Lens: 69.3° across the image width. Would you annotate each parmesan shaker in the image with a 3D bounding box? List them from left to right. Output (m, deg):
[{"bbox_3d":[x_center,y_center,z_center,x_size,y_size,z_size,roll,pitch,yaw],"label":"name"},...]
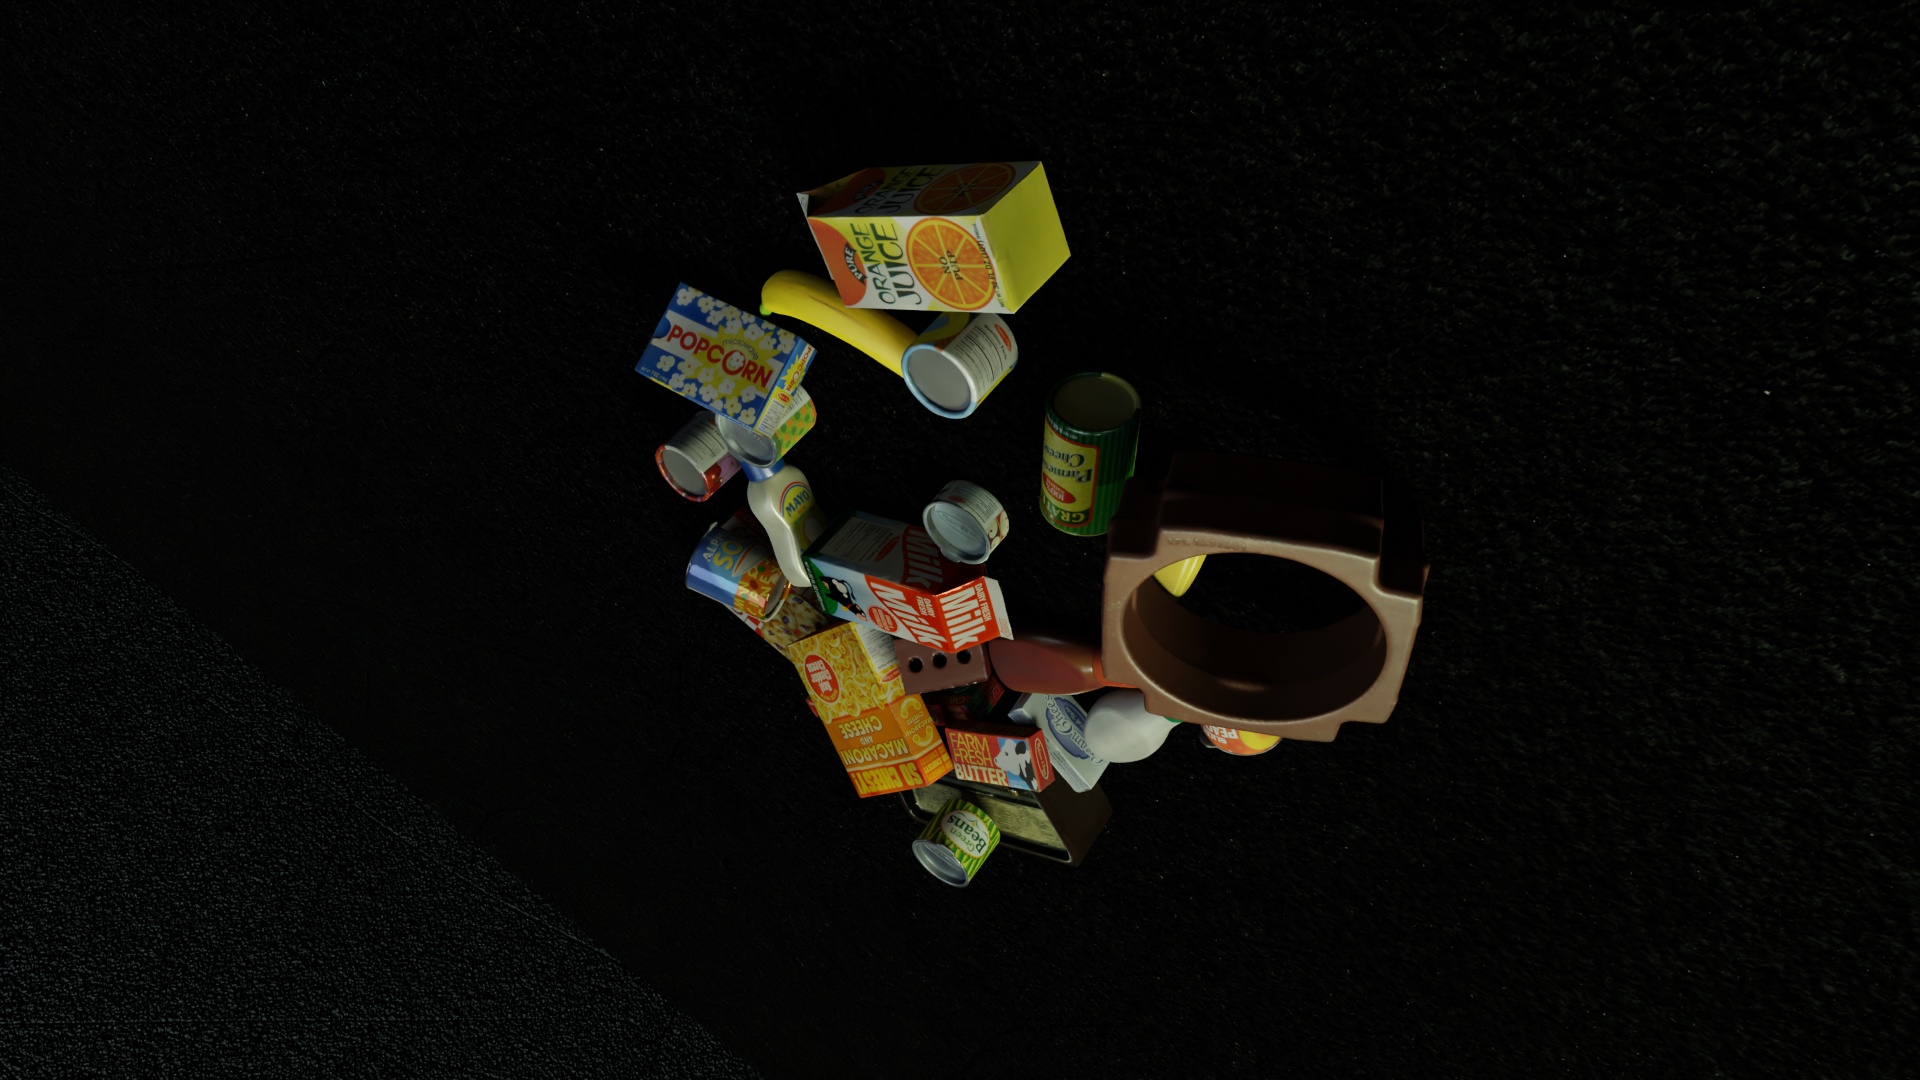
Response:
[{"bbox_3d":[0.089,-0.063,0.984,0.071,0.072,0.102,25,143,22],"label":"parmesan shaker"}]

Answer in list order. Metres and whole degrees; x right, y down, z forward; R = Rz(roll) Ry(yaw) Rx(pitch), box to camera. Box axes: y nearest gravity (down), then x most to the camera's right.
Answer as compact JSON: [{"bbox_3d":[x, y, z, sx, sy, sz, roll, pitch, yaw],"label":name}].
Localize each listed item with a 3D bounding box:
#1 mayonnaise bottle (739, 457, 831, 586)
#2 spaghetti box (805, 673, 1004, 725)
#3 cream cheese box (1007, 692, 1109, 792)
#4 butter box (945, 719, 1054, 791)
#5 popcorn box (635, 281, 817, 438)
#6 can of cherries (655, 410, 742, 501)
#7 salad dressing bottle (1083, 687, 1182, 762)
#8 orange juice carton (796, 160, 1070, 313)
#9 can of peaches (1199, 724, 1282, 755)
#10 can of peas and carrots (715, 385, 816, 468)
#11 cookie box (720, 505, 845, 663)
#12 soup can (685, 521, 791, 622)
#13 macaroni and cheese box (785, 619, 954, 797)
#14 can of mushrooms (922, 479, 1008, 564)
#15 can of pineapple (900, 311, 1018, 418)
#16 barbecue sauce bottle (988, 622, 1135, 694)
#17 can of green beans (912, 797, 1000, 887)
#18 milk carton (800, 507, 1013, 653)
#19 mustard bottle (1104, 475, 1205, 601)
[{"bbox_3d":[-0.159,-0.032,1.268,0.041,0.065,0.147,0,125,43],"label":"mayonnaise bottle"},{"bbox_3d":[-0.060,0.155,1.390,0.249,0.050,0.028,-5,126,47],"label":"spaghetti box"},{"bbox_3d":[0.093,0.173,1.257,0.103,0.053,0.024,49,143,-12],"label":"cream cheese box"},{"bbox_3d":[0.034,0.192,1.249,0.103,0.024,0.053,0,109,44],"label":"butter box"},{"bbox_3d":[-0.192,-0.148,1.142,0.127,0.085,0.038,27,178,20],"label":"popcorn box"},{"bbox_3d":[-0.241,-0.077,1.298,0.071,0.059,0.071,25,143,21],"label":"can of cherries"},{"bbox_3d":[0.159,0.146,1.172,0.064,0.044,0.147,44,145,-4],"label":"salad dressing bottle"},{"bbox_3d":[-0.031,-0.204,0.935,0.192,0.073,0.071,10,135,38],"label":"orange juice carton"},{"bbox_3d":[0.215,0.122,1.064,0.071,0.071,0.057,20,140,28],"label":"can of peaches"},{"bbox_3d":[-0.167,-0.104,1.195,0.071,0.059,0.070,27,144,21],"label":"can of peas and carrots"},{"bbox_3d":[-0.185,0.054,1.407,0.167,0.040,0.122,40,145,0],"label":"cookie box"},{"bbox_3d":[-0.207,0.029,1.314,0.084,0.072,0.071,23,143,8],"label":"soup can"},{"bbox_3d":[-0.086,0.156,1.316,0.123,0.040,0.166,-23,94,52],"label":"macaroni and cheese box"},{"bbox_3d":[0.004,-0.014,1.150,0.071,0.034,0.070,25,143,21],"label":"can of mushrooms"},{"bbox_3d":[-0.002,-0.130,1.004,0.071,0.058,0.070,26,144,21],"label":"can of pineapple"},{"bbox_3d":[0.095,0.103,1.186,0.148,0.044,0.064,0,125,44],"label":"barbecue sauce bottle"},{"bbox_3d":[-0.004,0.293,1.351,0.071,0.058,0.071,27,144,22],"label":"can of green beans"},{"bbox_3d":[-0.039,0.038,1.216,0.190,0.074,0.072,14,138,33],"label":"milk carton"},{"bbox_3d":[0.153,-0.009,0.997,0.065,0.049,0.159,32,144,7],"label":"mustard bottle"}]
